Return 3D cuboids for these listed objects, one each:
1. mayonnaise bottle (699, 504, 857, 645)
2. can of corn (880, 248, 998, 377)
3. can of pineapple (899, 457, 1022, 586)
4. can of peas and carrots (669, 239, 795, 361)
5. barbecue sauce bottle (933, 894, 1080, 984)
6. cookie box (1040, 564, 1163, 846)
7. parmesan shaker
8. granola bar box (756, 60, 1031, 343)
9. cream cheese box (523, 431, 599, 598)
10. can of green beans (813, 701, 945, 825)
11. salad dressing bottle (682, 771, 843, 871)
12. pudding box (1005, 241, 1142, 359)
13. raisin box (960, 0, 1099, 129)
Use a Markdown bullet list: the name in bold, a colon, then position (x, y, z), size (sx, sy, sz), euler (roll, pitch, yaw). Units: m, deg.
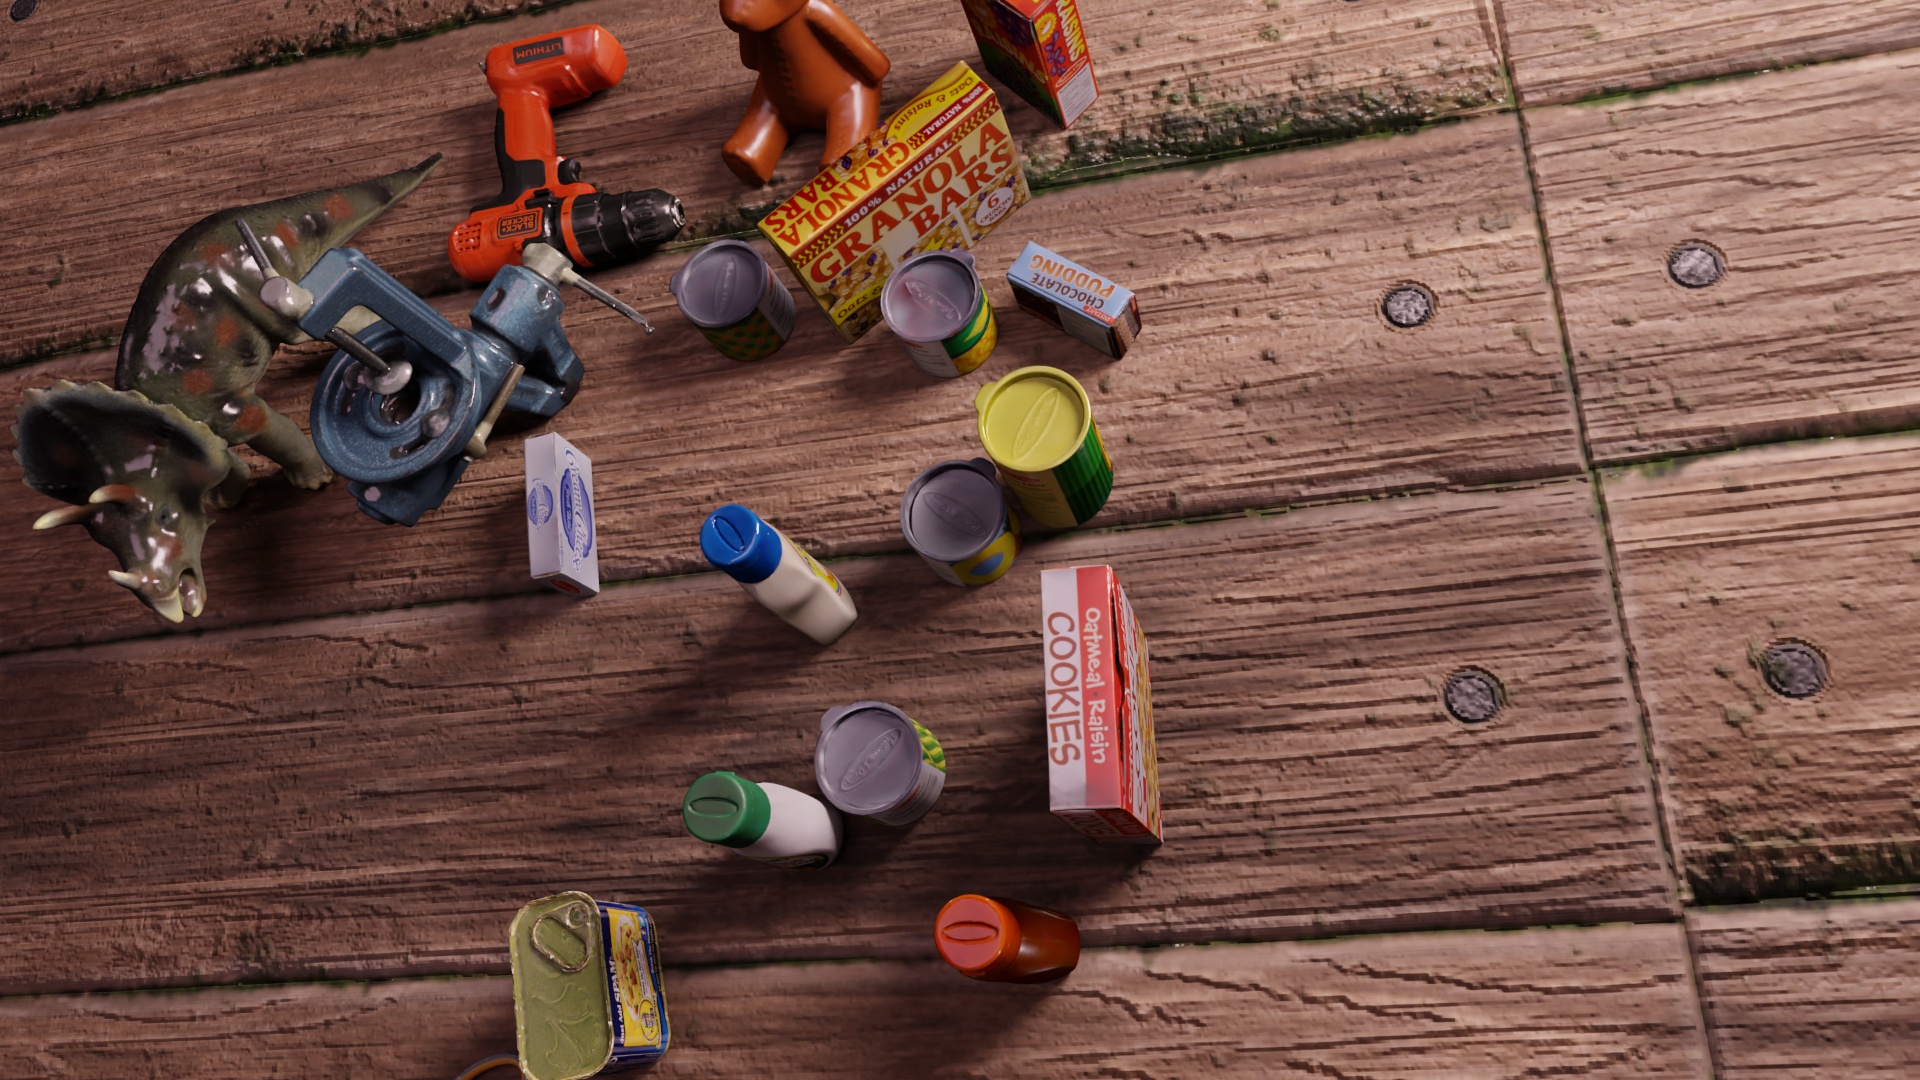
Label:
- **mayonnaise bottle**: position (-0.110, 0.019, 0.836), size (0.041, 0.147, 0.065), euler (-42, 67, -2)
- **can of corn**: position (-0.011, -0.150, 0.917), size (0.071, 0.058, 0.071), euler (-4, 71, 13)
- **can of pineapple**: position (0.003, -0.011, 0.866), size (0.071, 0.057, 0.071), euler (-4, 71, 13)
- **can of peas and carrots**: position (-0.156, -0.164, 0.959), size (0.071, 0.058, 0.071), euler (-4, 71, 13)
- **barbecue sauce bottle**: position (0.022, 0.212, 0.736), size (0.065, 0.148, 0.044), euler (-4, 71, 13)
- **cookie box**: position (0.079, 0.095, 0.751), size (0.040, 0.167, 0.123), euler (-6, 71, 13)
- **parmesan shaker**: position (0.052, -0.056, 0.844), size (0.071, 0.103, 0.071), euler (-4, 71, 13)
- **granola bar box**: position (-0.038, -0.217, 0.911), size (0.165, 0.124, 0.039), euler (-39, 67, -1)
- **cream cheese box**: position (-0.270, -0.016, 0.940), size (0.024, 0.053, 0.104), euler (-13, 69, 10)
- **can of green beans**: position (-0.047, 0.134, 0.829), size (0.071, 0.057, 0.071), euler (-4, 71, 13)
- **salad dressing bottle**: position (-0.111, 0.160, 0.788), size (0.064, 0.147, 0.044), euler (0, 72, 15)
- **pudding box**: position (0.074, -0.156, 0.902), size (0.084, 0.049, 0.030), euler (31, 82, 22)
- **raisin box**: position (0.043, -0.344, 0.934), size (0.040, 0.123, 0.086), euler (-44, 67, -2)
